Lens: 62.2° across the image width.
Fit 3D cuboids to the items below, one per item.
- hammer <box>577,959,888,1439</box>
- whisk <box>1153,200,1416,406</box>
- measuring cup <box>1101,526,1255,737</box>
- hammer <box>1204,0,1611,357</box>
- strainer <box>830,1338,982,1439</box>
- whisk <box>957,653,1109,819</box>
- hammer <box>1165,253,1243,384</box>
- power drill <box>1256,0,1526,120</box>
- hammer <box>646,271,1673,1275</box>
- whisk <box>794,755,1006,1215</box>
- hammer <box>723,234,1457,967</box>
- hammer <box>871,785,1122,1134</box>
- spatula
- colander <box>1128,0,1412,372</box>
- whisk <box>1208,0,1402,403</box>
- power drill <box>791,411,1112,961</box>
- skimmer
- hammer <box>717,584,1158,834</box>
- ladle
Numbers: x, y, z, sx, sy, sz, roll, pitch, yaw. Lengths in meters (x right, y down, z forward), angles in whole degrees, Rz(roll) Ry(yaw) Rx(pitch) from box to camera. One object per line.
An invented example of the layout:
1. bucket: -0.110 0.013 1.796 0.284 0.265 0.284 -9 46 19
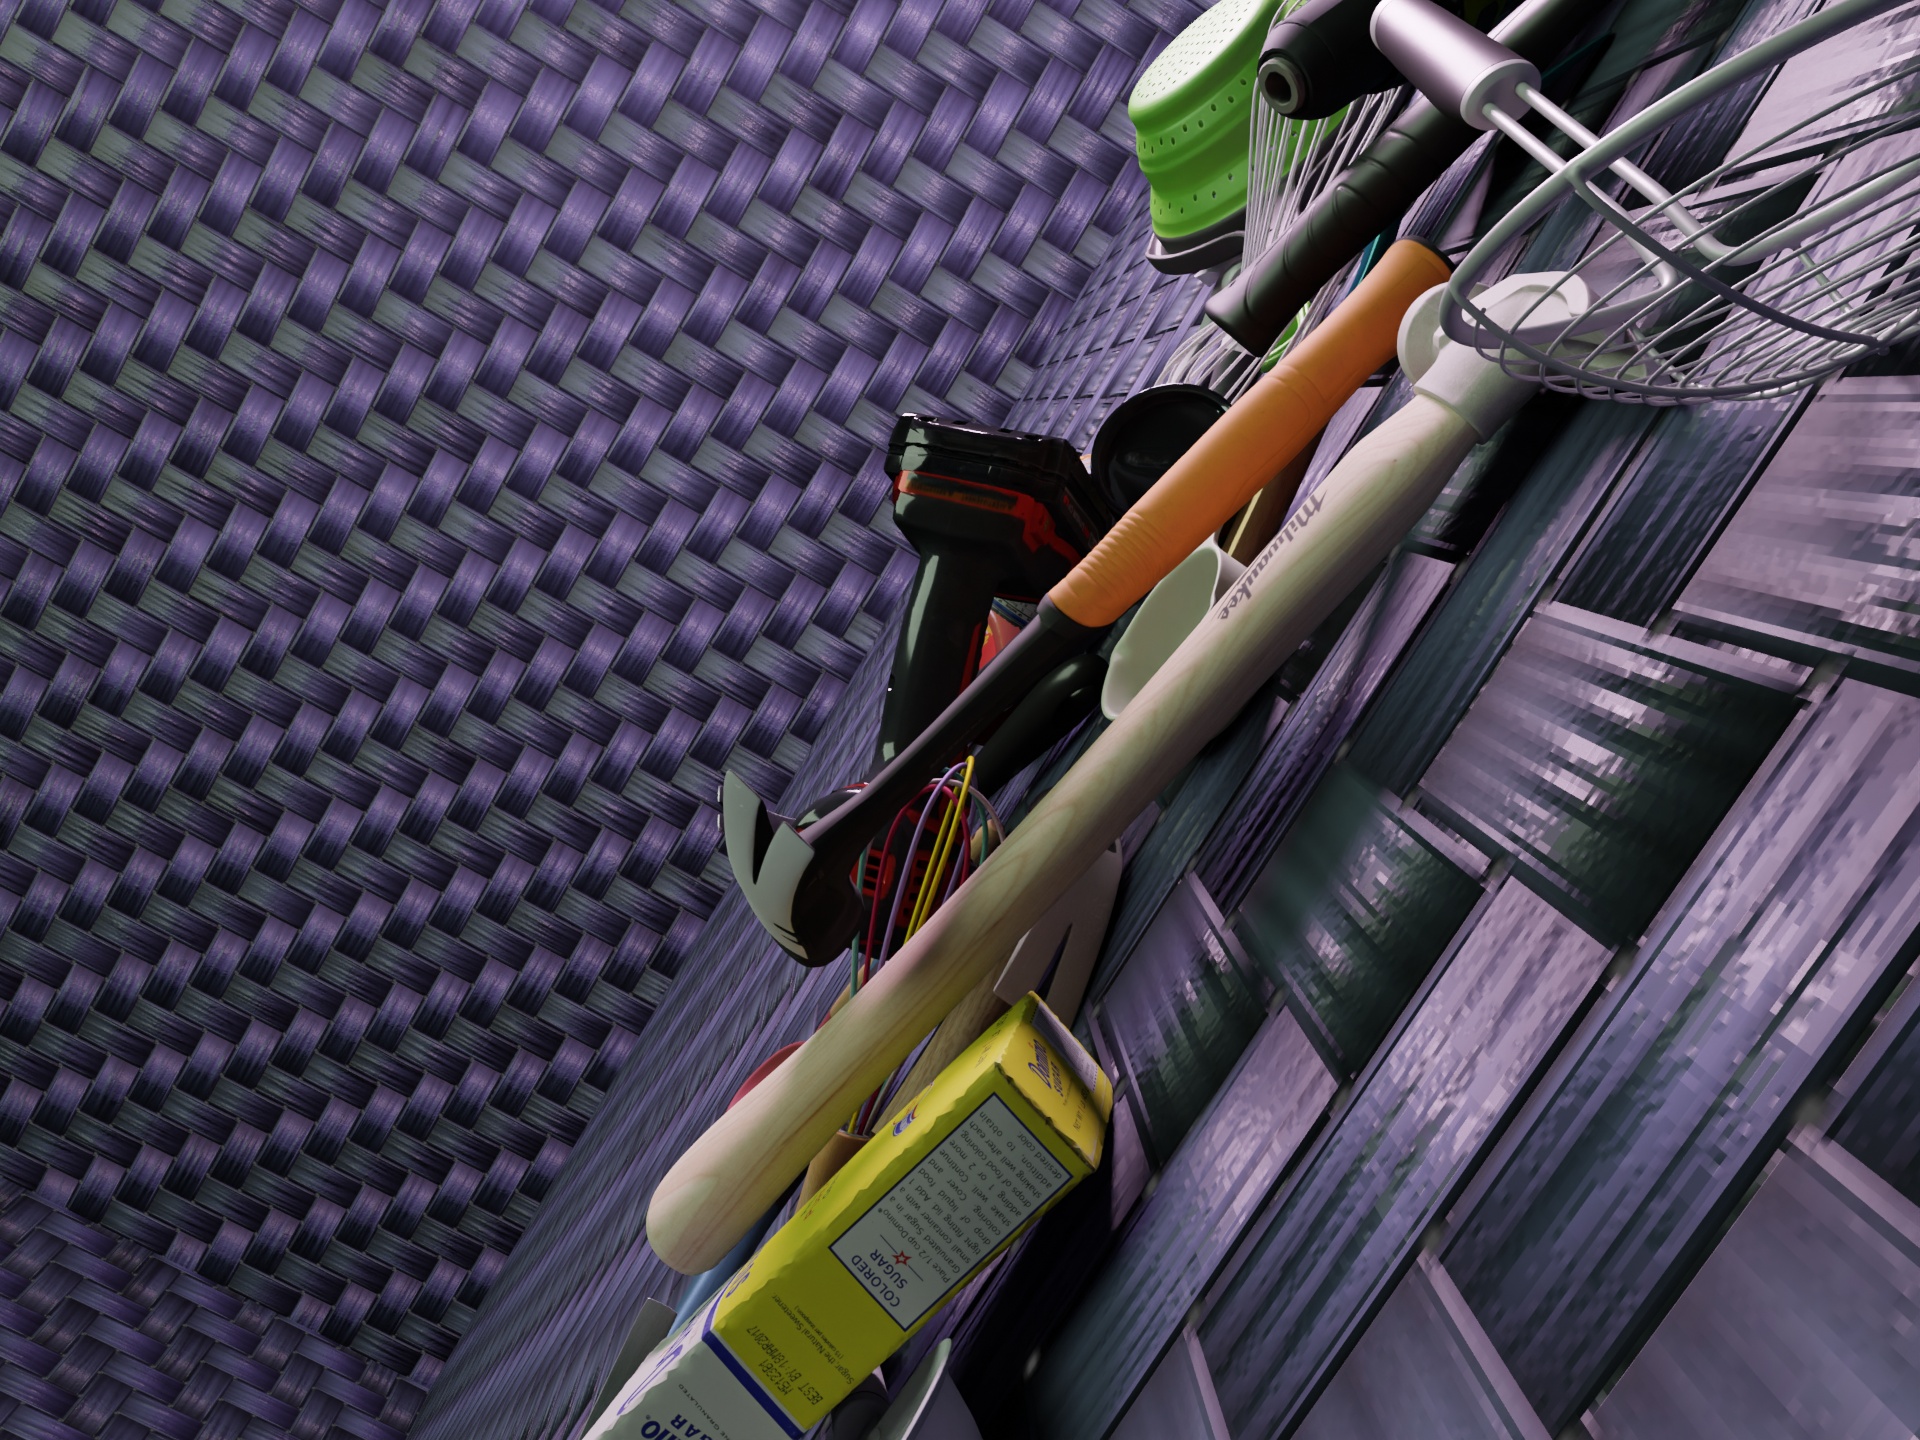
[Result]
1. hammer: -0.087 0.212 0.725 0.331 0.033 0.128 -57 -6 -49
2. whisk: 0.173 -0.213 0.718 0.246 0.059 0.058 -49 26 13
3. measuring cup: 0.110 -0.063 0.614 0.168 0.038 0.083 -62 13 -17
4. hammer: 0.204 -0.245 0.555 0.334 0.035 0.146 -41 19 43
5. strainer: -0.026 0.211 0.470 0.087 0.050 0.258 -57 1 -11
6. whisk: -0.006 0.049 0.894 0.295 0.073 0.073 -45 15 43
7. hammer: 0.084 -0.135 1.080 0.405 0.035 0.144 -57 8 18
8. power drill: 0.204 -0.333 0.580 0.190 0.080 0.228 -38 -12 -18
9. hammer: 0.038 0.031 0.488 0.410 0.038 0.146 -48 10 12
10. whisk: -0.035 0.129 0.580 0.047 0.051 0.245 16 89 58
11. hammer: 0.055 -0.056 0.529 0.337 0.034 0.127 -44 -15 -16
12. hammer: -0.031 0.181 0.645 0.331 0.031 0.130 -59 7 9
13. spatula: 0.160 -0.137 0.649 0.317 0.044 0.082 -64 9 2
14. colander: 0.163 -0.330 0.924 0.204 0.094 0.397 -32 29 31
15. whisk: 0.150 -0.215 0.770 0.070 0.070 0.284 -112 38 -81
16. power drill: -0.001 -0.002 0.712 0.187 0.080 0.227 38 -113 -70
17. skimmer: 0.148 -0.172 0.403 0.127 0.090 0.364 -23 31 13
18. hammer: 0.001 -0.007 0.884 0.409 0.149 0.036 -41 46 49
19. ladle: -0.059 0.159 0.939 0.315 0.031 0.069 -52 13 34
